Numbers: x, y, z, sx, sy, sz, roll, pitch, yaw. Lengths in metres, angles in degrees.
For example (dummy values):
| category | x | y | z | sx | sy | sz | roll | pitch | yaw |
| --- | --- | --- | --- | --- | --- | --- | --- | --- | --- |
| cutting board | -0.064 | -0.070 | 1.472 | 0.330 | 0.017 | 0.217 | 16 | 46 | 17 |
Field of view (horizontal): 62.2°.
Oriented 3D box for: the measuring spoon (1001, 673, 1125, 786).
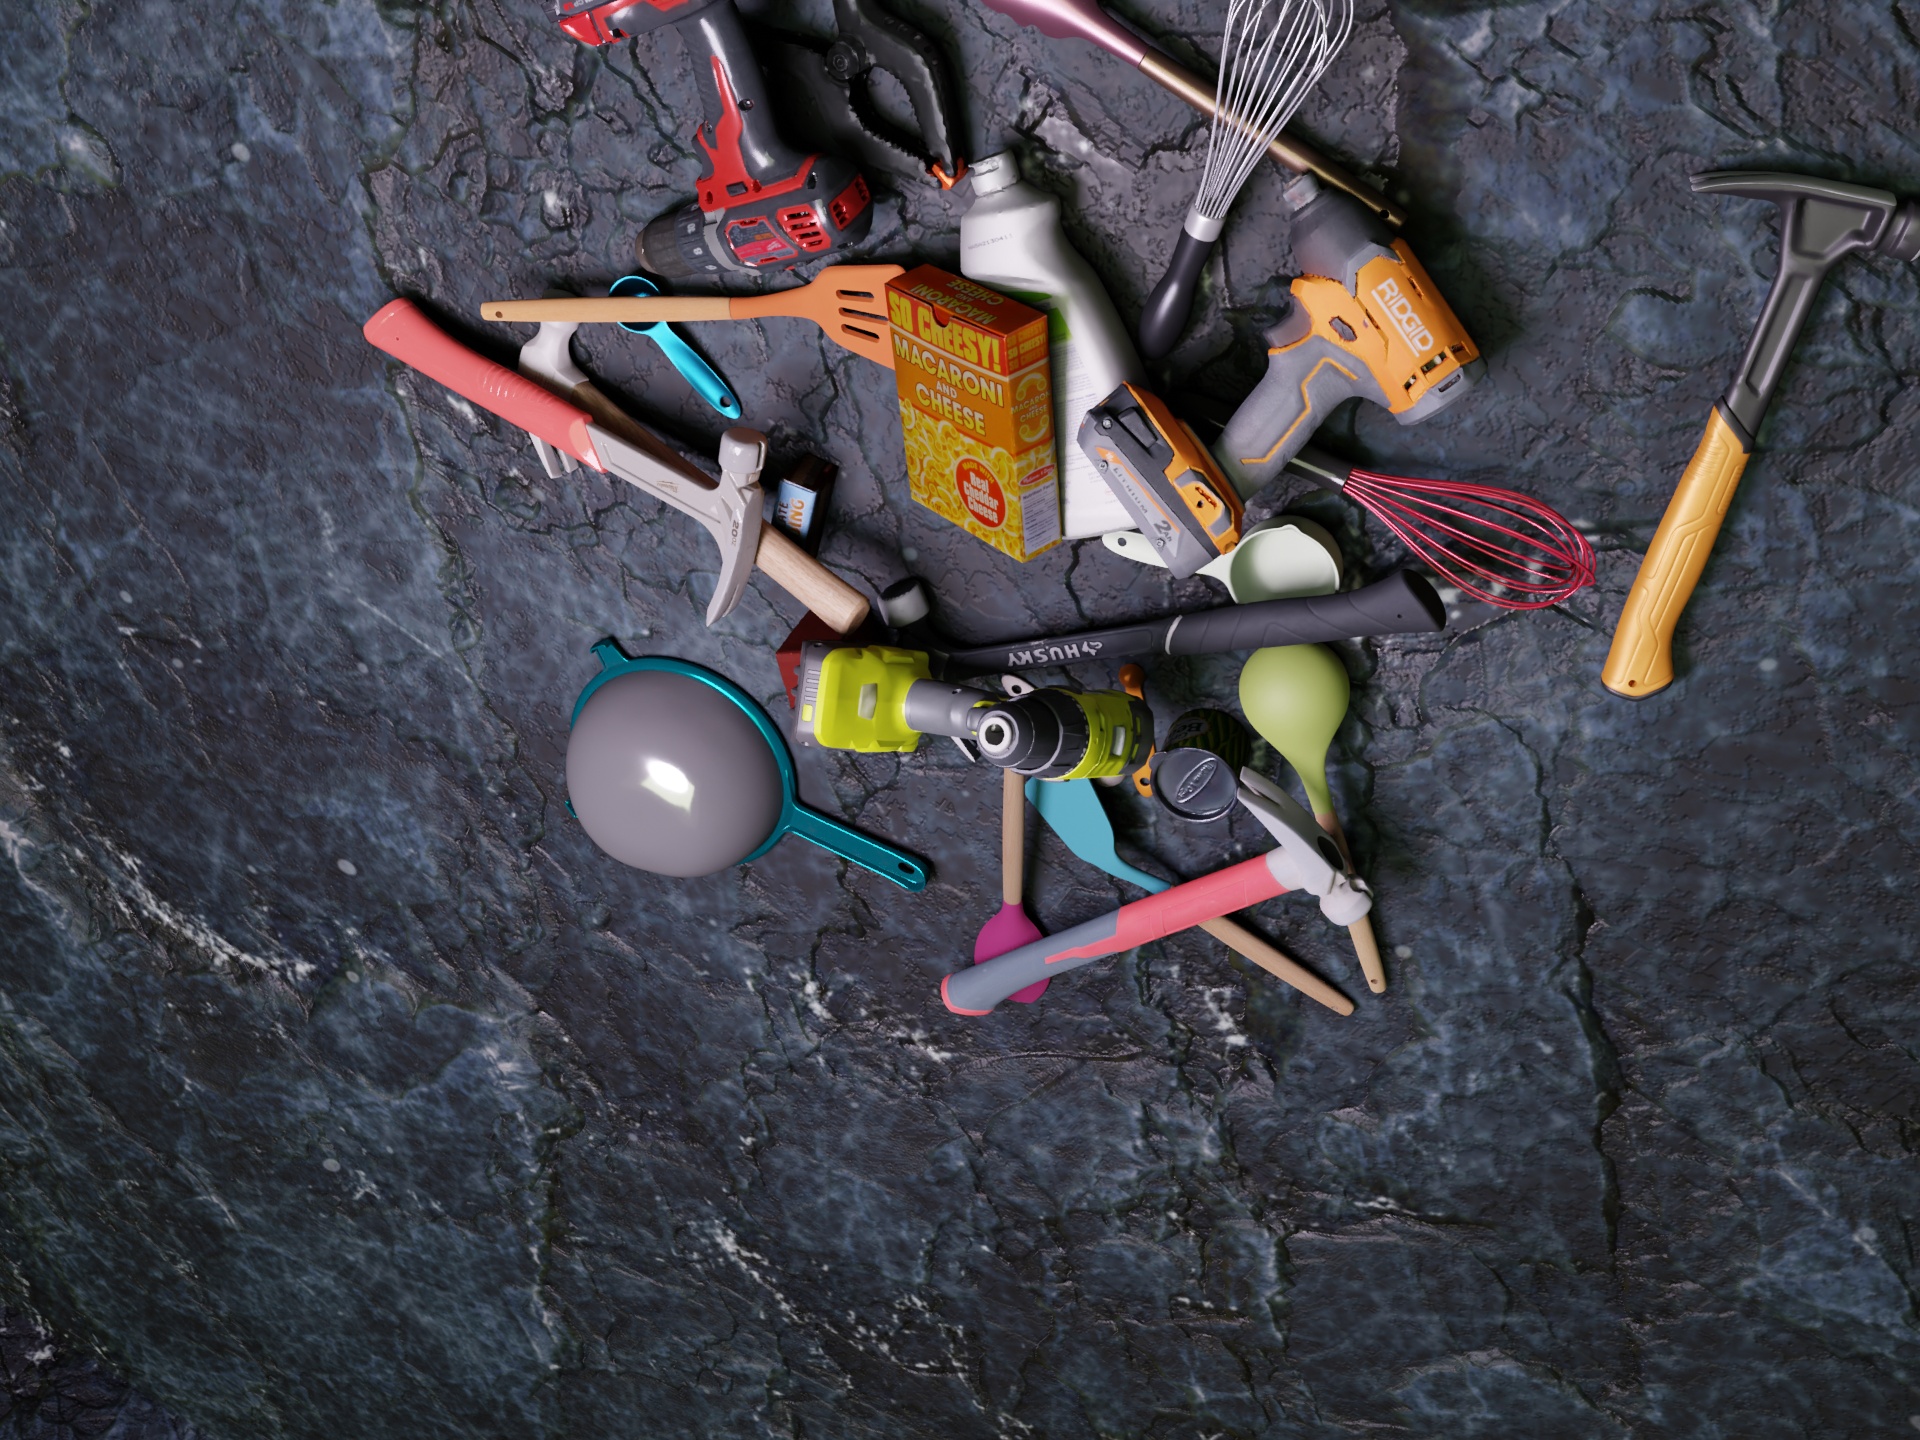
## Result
| category | x | y | z | sx | sy | sz | roll | pitch | yaw |
| --- | --- | --- | --- | --- | --- | --- | --- | --- | --- |
| measuring spoon | 0.077 | 0.009 | 1.223 | 0.124 | 0.018 | 0.034 | 41 | 126 | -6 |

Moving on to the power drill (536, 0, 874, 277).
| category | x | y | z | sx | sy | sz | roll | pitch | yaw |
| --- | --- | --- | --- | --- | --- | --- | --- | --- | --- |
| power drill | -0.175 | -0.388 | 1.019 | 0.188 | 0.080 | 0.226 | 0 | 133 | 36 |

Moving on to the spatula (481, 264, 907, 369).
| category | x | y | z | sx | sy | sz | roll | pitch | yaw |
| --- | --- | --- | --- | --- | --- | --- | --- | --- | --- |
| spatula | -0.185 | -0.284 | 1.111 | 0.322 | 0.041 | 0.081 | 2 | 131 | 9 |

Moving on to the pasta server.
| category | x | y | z | sx | sy | sz | roll | pitch | yaw |
| --- | --- | --- | --- | --- | --- | --- | --- | --- | --- |
| pasta server | 0.134 | -0.386 | 0.956 | 0.316 | 0.040 | 0.060 | 31 | 126 | -5 |

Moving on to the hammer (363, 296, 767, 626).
| category | x | y | z | sx | sy | sz | roll | pitch | yaw |
| --- | --- | --- | --- | --- | --- | --- | --- | --- | --- |
| hammer | -0.297 | -0.210 | 1.168 | 0.359 | 0.037 | 0.149 | 29 | 126 | 18 |

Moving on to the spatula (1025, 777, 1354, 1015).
| category | x | y | z | sx | sy | sz | roll | pitch | yaw |
| --- | --- | --- | --- | --- | --- | --- | --- | --- | --- |
| spatula | 0.187 | 0.138 | 1.255 | 0.317 | 0.044 | 0.082 | 34 | 144 | -10 |

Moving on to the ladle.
| category | x | y | z | sx | sy | sz | roll | pitch | yaw |
| --- | --- | --- | --- | --- | --- | --- | --- | --- | --- |
| ladle | 0.278 | 0.078 | 1.184 | 0.078 | 0.062 | 0.319 | -8 | 124 | 25 |

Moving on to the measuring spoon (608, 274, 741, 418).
| category | x | y | z | sx | sy | sz | roll | pitch | yaw |
| --- | --- | --- | --- | --- | --- | --- | --- | --- | --- |
| measuring spoon | -0.203 | -0.273 | 1.161 | 0.042 | 0.021 | 0.128 | -31 | 115 | 26 |

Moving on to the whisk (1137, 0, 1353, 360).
| category | x | y | z | sx | sy | sz | roll | pitch | yaw |
| --- | --- | --- | --- | --- | --- | --- | --- | --- | --- |
| whisk | 0.157 | -0.324 | 0.942 | 0.070 | 0.070 | 0.284 | 26 | 142 | 4 |

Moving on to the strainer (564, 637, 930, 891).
| category | x | y | z | sx | sy | sz | roll | pitch | yaw |
| --- | --- | --- | --- | --- | --- | --- | --- | --- | --- |
| strainer | -0.193 | 0.085 | 1.325 | 0.340 | 0.095 | 0.210 | 24 | 125 | 7 |

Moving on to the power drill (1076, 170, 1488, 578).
| category | x | y | z | sx | sy | sz | roll | pitch | yaw |
| --- | --- | --- | --- | --- | --- | --- | --- | --- | --- |
| power drill | 0.182 | -0.211 | 0.969 | 0.226 | 0.084 | 0.164 | -36 | 100 | 10 |

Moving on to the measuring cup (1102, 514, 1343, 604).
| category | x | y | z | sx | sy | sz | roll | pitch | yaw |
| --- | --- | --- | --- | --- | --- | --- | --- | --- | --- |
| measuring cup | 0.182 | -0.115 | 1.099 | 0.168 | 0.038 | 0.083 | 15 | 126 | 19 |

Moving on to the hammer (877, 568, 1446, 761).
| category | x | y | z | sx | sy | sz | roll | pitch | yaw |
| --- | --- | --- | --- | --- | --- | --- | --- | --- | --- |
| hammer | 0.134 | -0.053 | 1.120 | 0.409 | 0.036 | 0.149 | -6 | 118 | 33 |

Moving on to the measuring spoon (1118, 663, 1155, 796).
| category | x | y | z | sx | sy | sz | roll | pitch | yaw |
| --- | --- | --- | --- | --- | --- | --- | --- | --- | --- |
| measuring spoon | 0.135 | 0.010 | 1.206 | 0.021 | 0.011 | 0.116 | 1 | 120 | 20 |

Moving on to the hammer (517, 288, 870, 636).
| category | x | y | z | sx | sy | sz | roll | pitch | yaw |
| --- | --- | --- | --- | --- | --- | --- | --- | --- | --- |
| hammer | -0.200 | -0.171 | 1.168 | 0.331 | 0.031 | 0.130 | 39 | 129 | 12 |

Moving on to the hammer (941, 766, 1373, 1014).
| category | x | y | z | sx | sy | sz | roll | pitch | yaw |
| --- | --- | --- | --- | --- | --- | --- | --- | --- | --- |
| hammer | 0.117 | 0.153 | 1.236 | 0.386 | 0.038 | 0.143 | -27 | 118 | 38 |

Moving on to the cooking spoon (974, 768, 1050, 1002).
| category | x | y | z | sx | sy | sz | roll | pitch | yaw |
| --- | --- | --- | --- | --- | --- | --- | --- | --- | --- |
| cooking spoon | 0.042 | 0.127 | 1.285 | 0.069 | 0.017 | 0.318 | 12 | 133 | 14 |

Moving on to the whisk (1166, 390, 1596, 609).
| category | x | y | z | sx | sy | sz | roll | pitch | yaw |
| --- | --- | --- | --- | --- | --- | --- | --- | --- | --- |
| whisk | 0.268 | -0.148 | 1.030 | 0.296 | 0.073 | 0.073 | 26 | 126 | 11 |

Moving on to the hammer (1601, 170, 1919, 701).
| category | x | y | z | sx | sy | sz | roll | pitch | yaw |
| --- | --- | --- | --- | --- | --- | --- | --- | --- | --- |
| hammer | 0.453 | -0.159 | 0.968 | 0.127 | 0.034 | 0.336 | 15 | 124 | 11 |

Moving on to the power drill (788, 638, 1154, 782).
| category | x | y | z | sx | sy | sz | roll | pitch | yaw |
| --- | --- | --- | --- | --- | --- | --- | --- | --- | --- |
| power drill | -0.002 | -0.003 | 1.091 | 0.229 | 0.190 | 0.080 | 10 | 95 | 29 |
